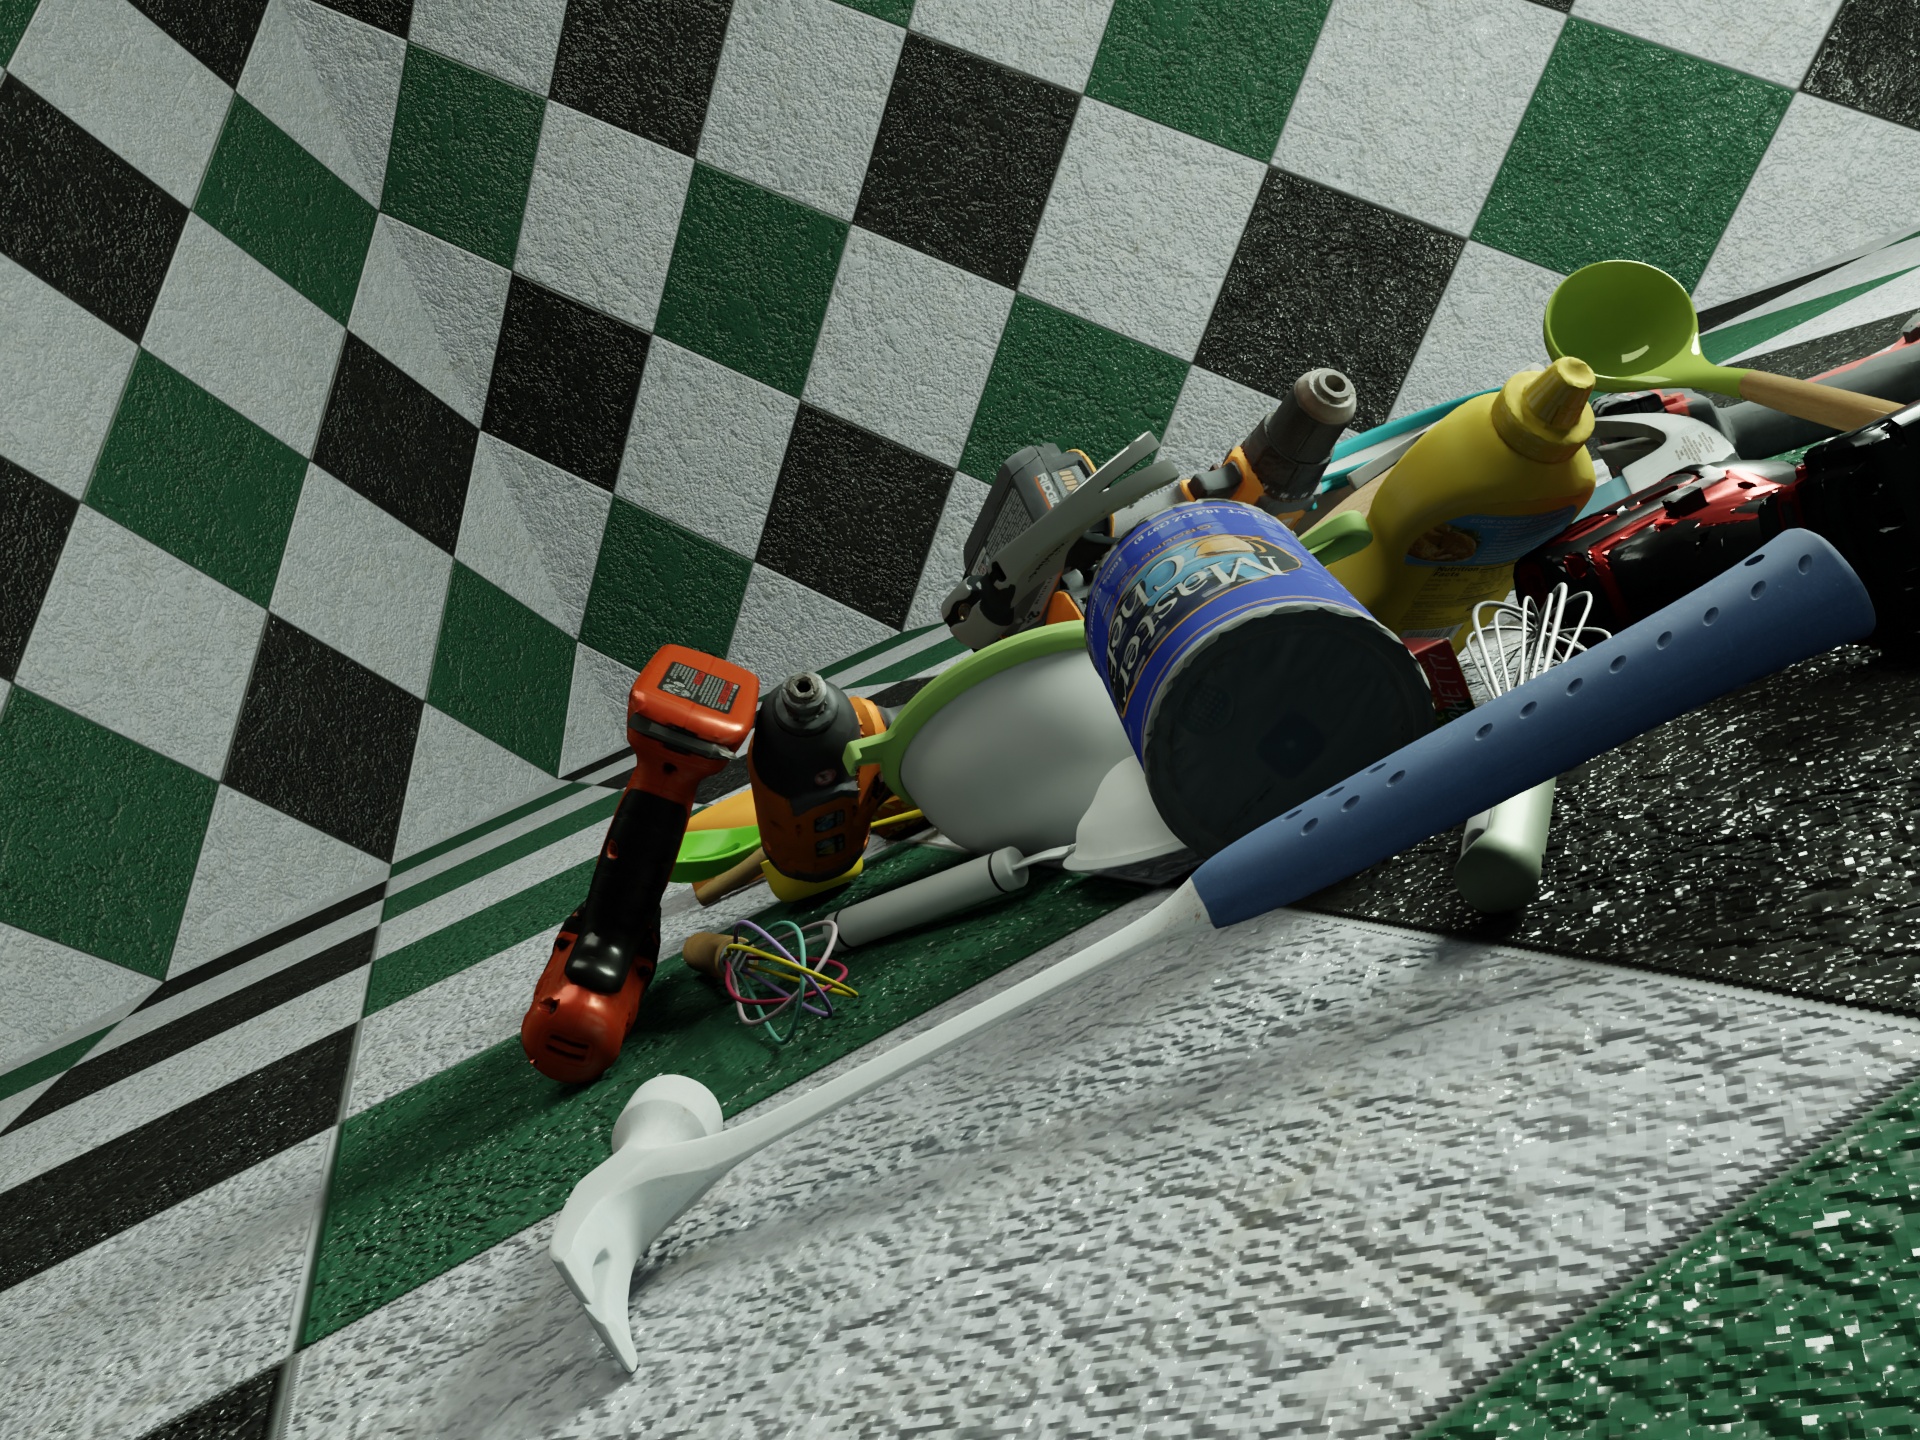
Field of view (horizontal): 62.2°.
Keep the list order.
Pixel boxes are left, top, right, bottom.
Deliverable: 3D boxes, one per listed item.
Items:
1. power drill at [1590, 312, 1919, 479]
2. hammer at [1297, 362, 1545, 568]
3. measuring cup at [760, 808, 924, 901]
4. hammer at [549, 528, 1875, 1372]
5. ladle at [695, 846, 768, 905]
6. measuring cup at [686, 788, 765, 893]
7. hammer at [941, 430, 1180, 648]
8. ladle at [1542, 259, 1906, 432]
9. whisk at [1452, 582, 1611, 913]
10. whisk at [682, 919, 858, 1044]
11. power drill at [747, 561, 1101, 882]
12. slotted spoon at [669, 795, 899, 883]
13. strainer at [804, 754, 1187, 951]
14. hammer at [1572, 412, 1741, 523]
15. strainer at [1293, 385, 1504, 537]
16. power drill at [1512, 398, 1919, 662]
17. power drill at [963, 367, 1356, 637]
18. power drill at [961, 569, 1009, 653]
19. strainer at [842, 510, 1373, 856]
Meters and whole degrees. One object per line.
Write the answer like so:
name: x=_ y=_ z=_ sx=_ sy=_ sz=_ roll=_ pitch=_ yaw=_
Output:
power drill: x=0.483 y=-0.182 z=0.897 sx=0.226 sy=0.080 sz=0.188 roll=-18 pitch=8 yaw=20
hammer: x=0.252 y=-0.134 z=0.949 sx=0.130 sy=0.031 sz=0.331 roll=-30 pitch=4 yaw=42
measuring cup: x=-0.042 y=0.072 z=0.931 sx=0.156 sy=0.029 sz=0.062 roll=-16 pitch=-4 yaw=-30
hammer: x=0.061 y=0.059 z=0.453 sx=0.405 sy=0.035 sz=0.144 roll=-29 pitch=6 yaw=7
ladle: x=-0.040 y=0.032 z=1.051 sx=0.315 sy=0.031 sz=0.069 roll=-33 pitch=1 yaw=-5
measuring cup: x=-0.129 y=0.065 z=1.126 sx=0.095 sy=0.052 sz=0.173 roll=-18 pitch=11 yaw=40
hammer: x=0.163 y=-0.100 z=0.982 sx=0.149 sy=0.036 sz=0.408 roll=-42 pitch=-23 yaw=32
ladle: x=0.390 y=-0.164 z=0.751 sx=0.078 sy=0.062 sz=0.320 roll=-31 pitch=28 yaw=-2
whisk: x=0.195 y=0.004 z=0.553 sx=0.057 sy=0.059 sz=0.246 roll=-64 pitch=-10 yaw=29
whisk: x=-0.096 y=0.114 z=0.732 sx=0.047 sy=0.051 sz=0.245 roll=-4 pitch=-4 yaw=-19
power drill: x=-0.001 y=-0.003 z=0.825 sx=0.226 sy=0.084 sz=0.164 roll=-20 pitch=-26 yaw=-12
slotted spoon: x=-0.042 y=0.040 z=0.937 sx=0.314 sy=0.031 sz=0.070 roll=-19 pitch=11 yaw=0
strainer: x=0.027 y=0.062 z=0.700 sx=0.258 sy=0.050 sz=0.087 roll=-23 pitch=2 yaw=29
hammer: x=0.249 y=-0.069 z=0.858 sx=0.331 sy=0.033 sz=0.128 roll=-25 pitch=33 yaw=26
strainer: x=0.401 y=-0.197 z=1.209 sx=0.340 sy=0.095 sz=0.211 roll=-21 pitch=10 yaw=6
power drill: x=0.326 y=-0.076 z=0.611 sx=0.143 sy=0.078 sz=0.220 roll=-25 pitch=4 yaw=-9
power drill: x=0.132 y=-0.140 z=1.002 sx=0.226 sy=0.084 sz=0.185 roll=-14 pitch=-24 yaw=-24
power drill: x=0.115 y=-0.085 z=1.201 sx=0.190 sy=0.080 sz=0.228 roll=-14 pitch=-8 yaw=23
strainer: x=0.084 y=-0.003 z=0.731 sx=0.256 sy=0.069 sz=0.151 roll=-32 pitch=-30 yaw=20
